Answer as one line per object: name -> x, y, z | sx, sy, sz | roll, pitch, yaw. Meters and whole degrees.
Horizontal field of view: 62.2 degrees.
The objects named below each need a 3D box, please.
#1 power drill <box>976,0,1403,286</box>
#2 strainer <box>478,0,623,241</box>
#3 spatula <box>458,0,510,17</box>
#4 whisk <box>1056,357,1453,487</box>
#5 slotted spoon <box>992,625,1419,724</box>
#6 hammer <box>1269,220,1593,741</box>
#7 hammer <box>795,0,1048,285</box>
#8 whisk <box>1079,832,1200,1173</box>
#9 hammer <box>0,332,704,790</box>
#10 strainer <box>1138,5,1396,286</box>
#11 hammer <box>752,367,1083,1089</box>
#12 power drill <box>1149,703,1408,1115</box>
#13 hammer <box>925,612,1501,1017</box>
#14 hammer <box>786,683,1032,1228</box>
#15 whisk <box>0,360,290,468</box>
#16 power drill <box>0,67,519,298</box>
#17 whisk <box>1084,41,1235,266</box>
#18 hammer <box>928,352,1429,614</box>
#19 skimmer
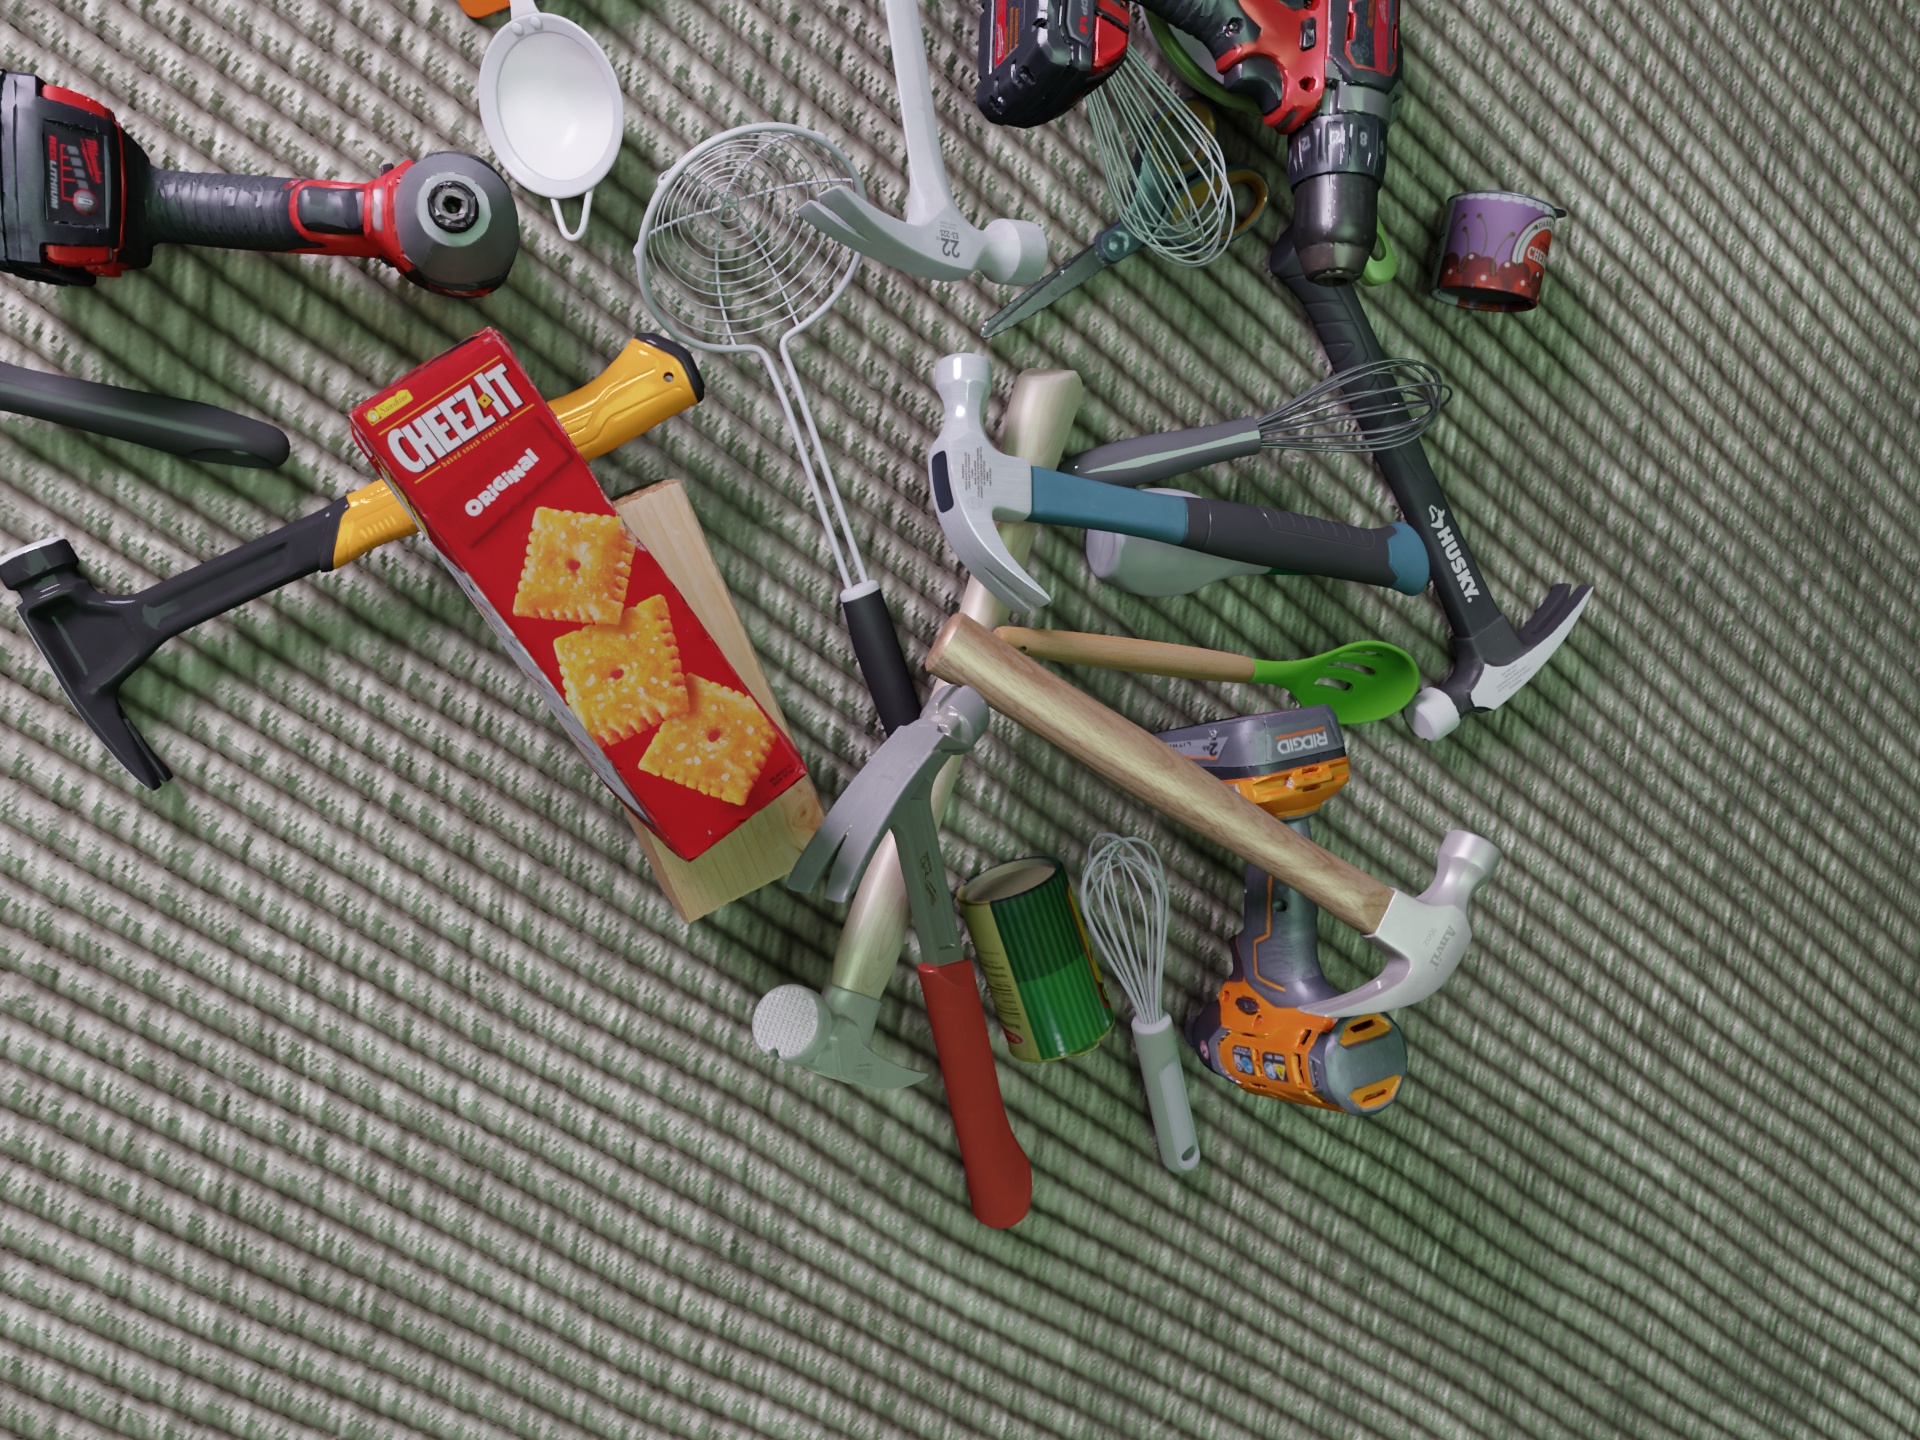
power drill -> 0.127, -0.329, 0.813 | 0.226, 0.080, 0.188 | 3, 88, -22
strainer -> -0.214, -0.365, 0.764 | 0.050, 0.087, 0.258 | -52, 134, -52
spatula -> -0.104, -0.420, 0.829 | 0.322, 0.041, 0.081 | -13, 103, -22
whisk -> 0.171, -0.167, 0.930 | 0.239, 0.055, 0.055 | -13, 102, -3
slotted spoon -> 0.150, -0.034, 0.931 | 0.313, 0.031, 0.070 | 5, 135, -33
hammer -> 0.283, -0.162, 0.997 | 0.146, 0.035, 0.334 | -33, 107, -12
hammer -> -0.043, -0.424, 0.800 | 0.144, 0.035, 0.405 | -9, 90, -43
whisk -> 0.115, 0.176, 0.964 | 0.058, 0.059, 0.246 | -28, 117, -30
hammer -> -0.277, -0.094, 0.775 | 0.337, 0.034, 0.127 | -27, 103, -6
strainer -> 0.180, -0.365, 0.909 | 0.151, 0.069, 0.256 | -30, 104, -15
hammer -> -0.001, -0.003, 0.874 | 0.146, 0.038, 0.411 | 42, 63, -60
power drill -> 0.172, 0.112, 0.941 | 0.084, 0.164, 0.226 | -10, 90, -28
hammer -> 0.127, 0.046, 0.834 | 0.331, 0.031, 0.130 | 31, 78, -10
hammer -> -0.007, 0.162, 0.849 | 0.149, 0.037, 0.358 | -53, 145, -42
whisk -> -0.460, -0.157, 0.717 | 0.295, 0.073, 0.073 | 11, 94, -26
power drill -> -0.311, -0.231, 0.715 | 0.219, 0.143, 0.078 | 1, 100, -18
whisk -> 0.069, -0.376, 0.860 | 0.070, 0.070, 0.284 | -34, 103, -13
hammer -> 0.133, -0.111, 0.892 | 0.330, 0.033, 0.128 | 6, 79, -28
skimmer -> -0.066, -0.124, 0.845 | 0.127, 0.090, 0.363 | -23, 104, -17
